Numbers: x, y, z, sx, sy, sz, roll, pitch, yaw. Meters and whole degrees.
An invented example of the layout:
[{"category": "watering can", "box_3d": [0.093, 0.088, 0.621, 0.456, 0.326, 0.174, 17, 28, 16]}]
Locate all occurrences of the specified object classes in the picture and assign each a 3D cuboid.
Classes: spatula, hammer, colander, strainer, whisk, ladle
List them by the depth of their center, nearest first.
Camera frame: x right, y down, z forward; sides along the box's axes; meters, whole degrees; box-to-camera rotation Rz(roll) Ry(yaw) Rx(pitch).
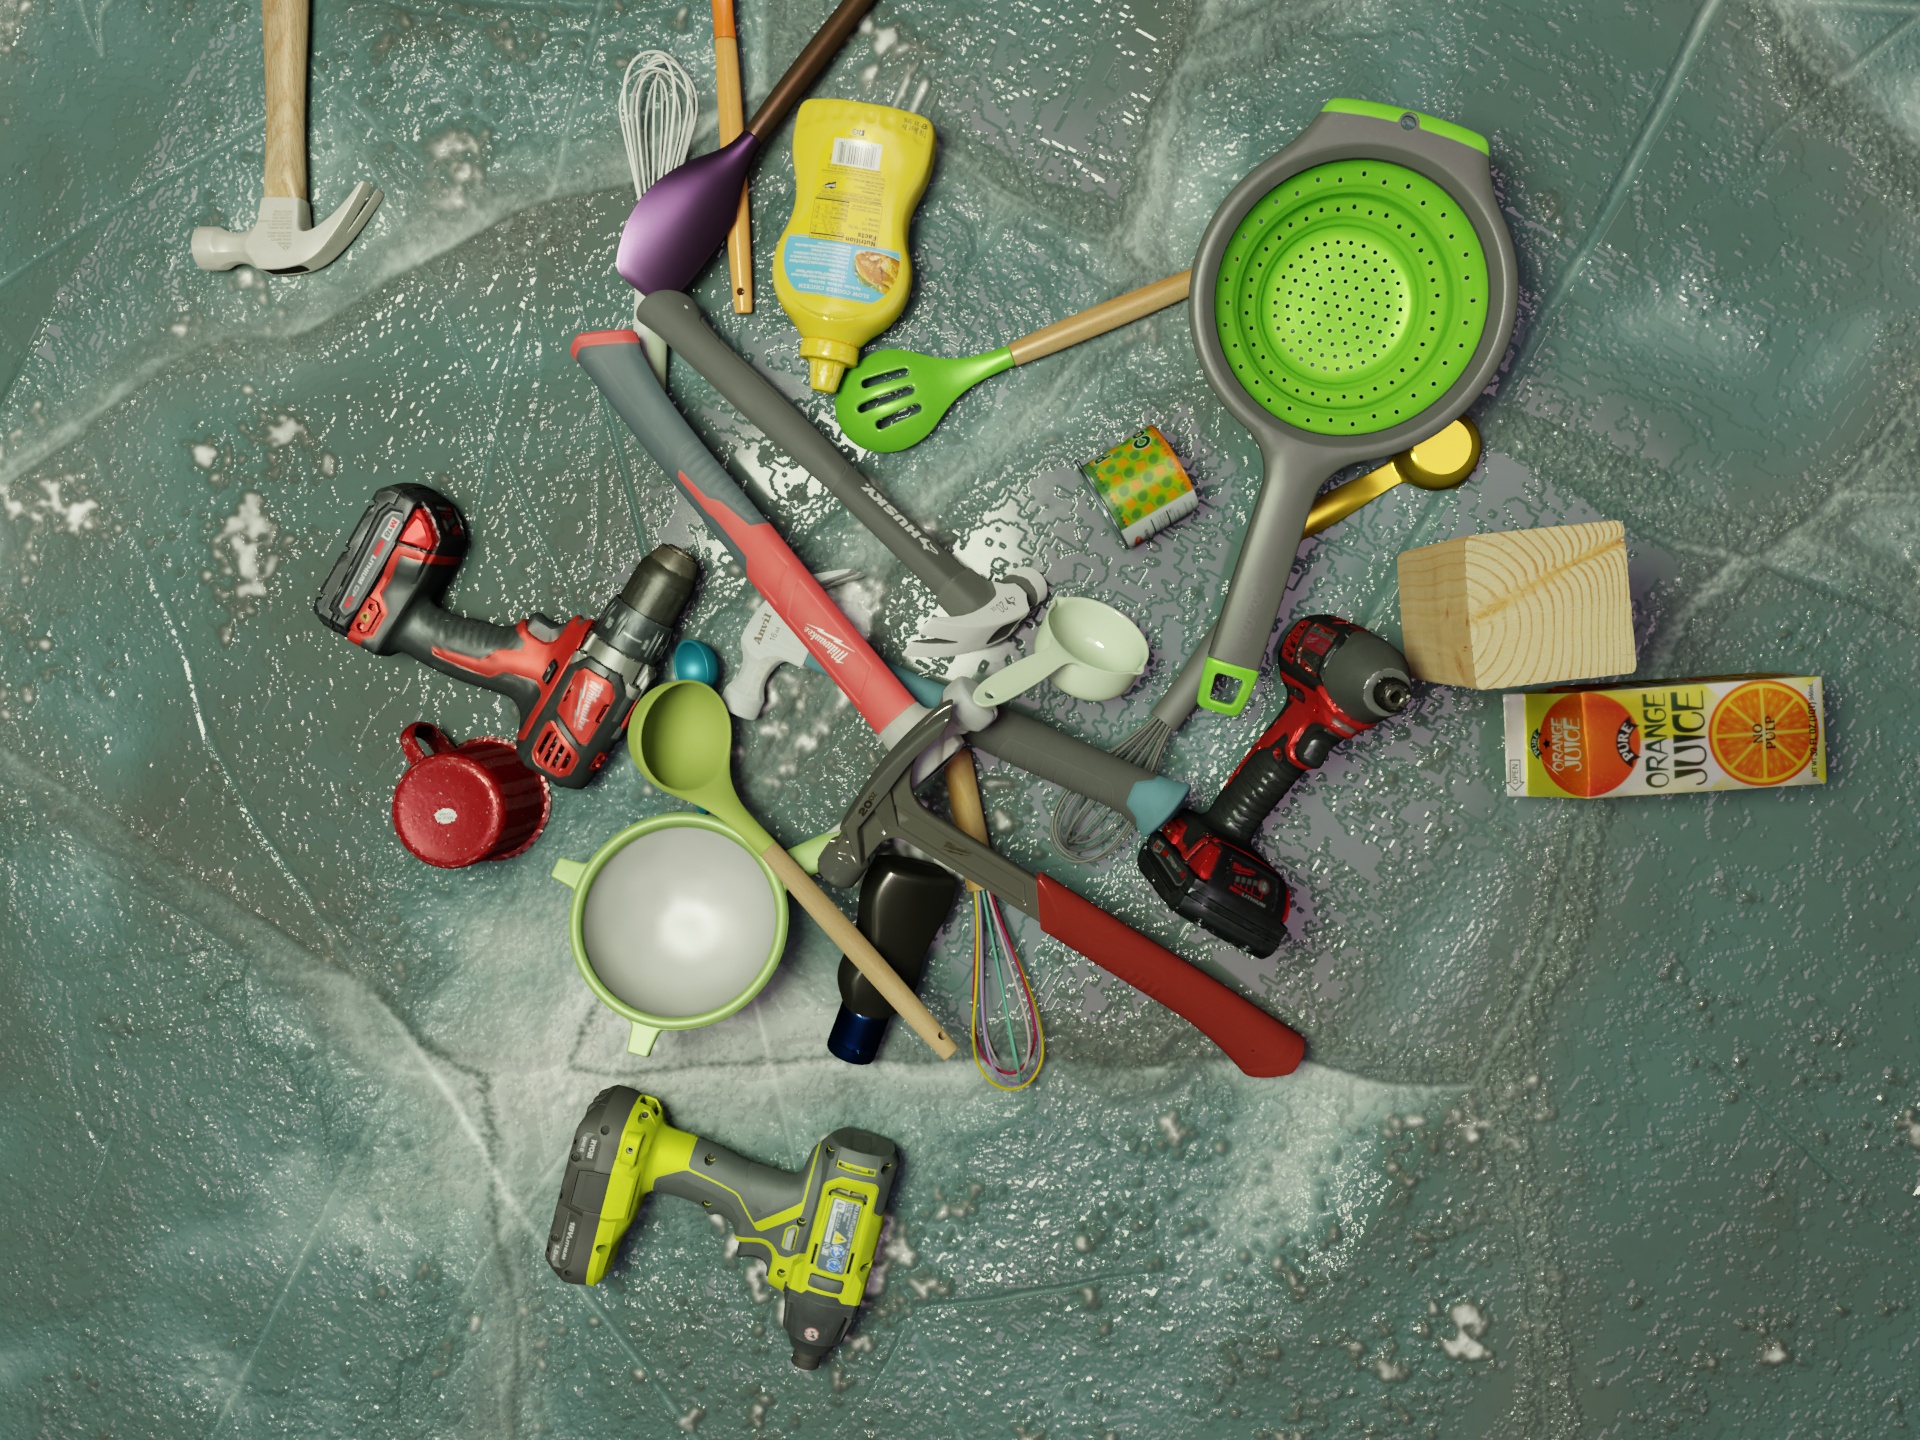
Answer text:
[{"category": "colander", "box_3d": [0.231, -0.198, 1.064, 0.204, 0.094, 0.397, 17, 103, 4]}, {"category": "hammer", "box_3d": [0.089, 0.133, 1.068, 0.359, 0.037, 0.149, 32, 114, -13]}, {"category": "hammer", "box_3d": [-0.093, -0.171, 1.073, 0.335, 0.146, 0.035, 44, 124, 5]}, {"category": "ladle", "box_3d": [-0.109, 0.102, 1.077, 0.320, 0.062, 0.078, 47, 54, 7]}, {"category": "hammer", "box_3d": [-0.148, -0.106, 1.084, 0.143, 0.038, 0.386, -42, 83, 18]}, {"category": "hammer", "box_3d": [-0.002, -0.003, 1.091, 0.331, 0.033, 0.128, 24, 95, 15]}, {"category": "spatula", "box_3d": [-0.129, -0.423, 1.095, 0.059, 0.018, 0.316, 39, 88, -23]}, {"category": "whisk", "box_3d": [0.143, 0.001, 1.102, 0.055, 0.055, 0.239, 37, 91, 2]}, {"category": "whisk", "box_3d": [-0.215, -0.340, 1.113, 0.058, 0.059, 0.246, 11, 100, 42]}, {"category": "spatula", "box_3d": [-0.160, -0.449, 1.115, 0.081, 0.041, 0.322, -2, 97, 5]}, {"category": "whisk", "box_3d": [0.016, 0.141, 1.123, 0.047, 0.051, 0.245, -11, 89, 11]}, {"category": "strainer", "box_3d": [-0.149, 0.123, 1.132, 0.256, 0.069, 0.151, -25, 76, -12]}, {"category": "hammer", "box_3d": [-0.479, -0.487, 1.134, 0.130, 0.031, 0.331, 2, 93, 5]}]

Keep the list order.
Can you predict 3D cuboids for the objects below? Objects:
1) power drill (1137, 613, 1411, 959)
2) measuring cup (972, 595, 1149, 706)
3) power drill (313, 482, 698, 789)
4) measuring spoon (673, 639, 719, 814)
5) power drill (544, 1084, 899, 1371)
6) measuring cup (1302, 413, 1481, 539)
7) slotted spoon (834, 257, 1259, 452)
[{"category": "power drill", "box_3d": [0.215, 0.037, 1.048, 0.078, 0.143, 0.219, 29, 97, -14]}, {"category": "measuring cup", "box_3d": [0.058, -0.031, 1.059, 0.083, 0.167, 0.038, 43, 134, 19]}, {"category": "power drill", "box_3d": [-0.312, -0.082, 1.122, 0.226, 0.080, 0.188, 32, 95, 0]}, {"category": "measuring spoon", "box_3d": [-0.183, 0.004, 1.144, 0.042, 0.021, 0.128, 9, 106, 45]}, {"category": "power drill", "box_3d": [-0.171, 0.360, 1.135, 0.223, 0.080, 0.171, 15, 94, 1]}, {"category": "measuring cup", "box_3d": [0.283, -0.162, 1.087, 0.156, 0.029, 0.062, -29, 90, 5]}, {"category": "slotted spoon", "box_3d": [0.059, -0.265, 1.104, 0.314, 0.031, 0.070, -21, 93, 4]}]
